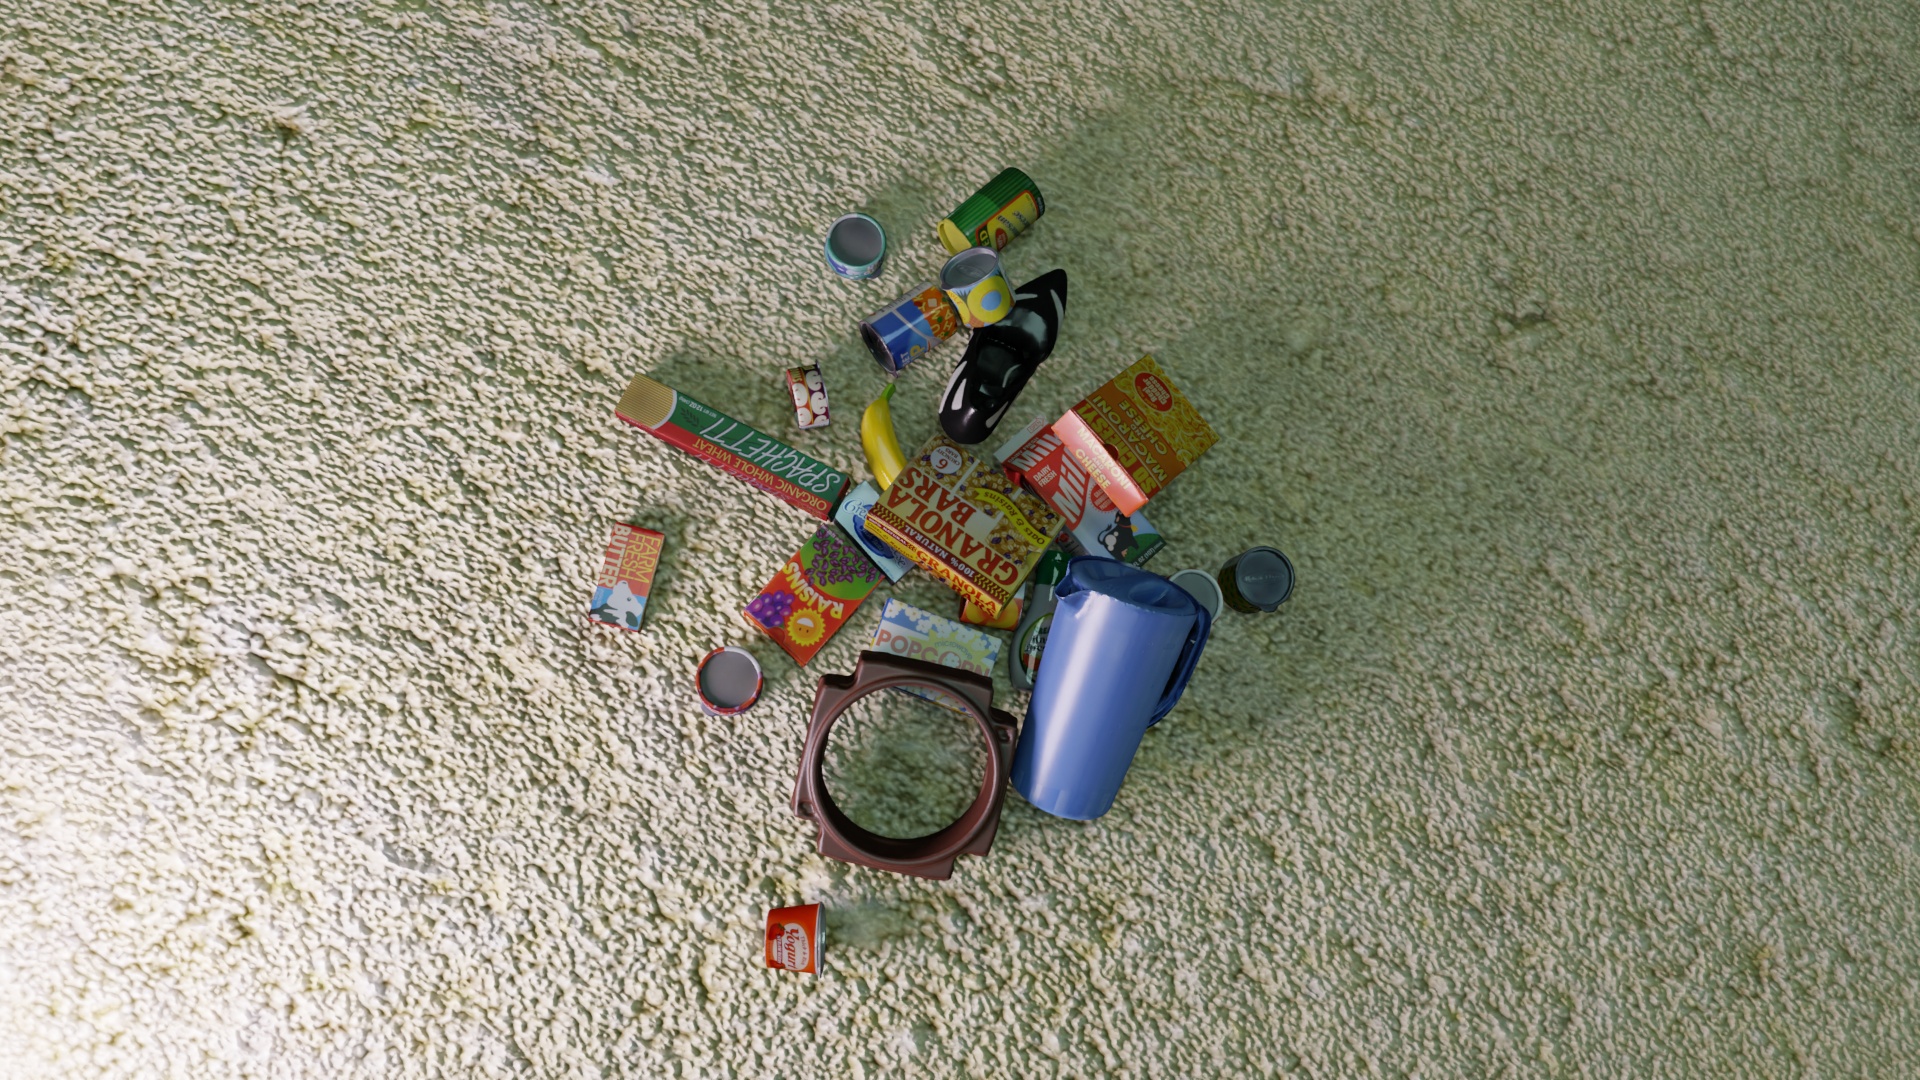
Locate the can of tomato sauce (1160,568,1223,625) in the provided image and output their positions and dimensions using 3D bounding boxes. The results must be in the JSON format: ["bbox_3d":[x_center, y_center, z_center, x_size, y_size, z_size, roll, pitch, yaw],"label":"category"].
[{"bbox_3d":[0.230,0.065,1.451,0.071,0.083,0.071,2,80,-9],"label":"can of tomato sauce"}]

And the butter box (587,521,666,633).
[{"bbox_3d":[-0.335,0.037,1.397,0.053,0.024,0.103,14,78,-7],"label":"butter box"}]

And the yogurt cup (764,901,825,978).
[{"bbox_3d":[-0.159,0.383,1.338,0.054,0.072,0.072,0,79,-1],"label":"yogurt cup"}]

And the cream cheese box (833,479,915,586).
[{"bbox_3d":[-0.085,-0.009,1.445,0.053,0.024,0.104,-42,88,-15],"label":"cream cheese box"}]

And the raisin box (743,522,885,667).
[{"bbox_3d":[-0.149,0.056,1.415,0.086,0.040,0.123,42,77,0],"label":"raisin box"}]

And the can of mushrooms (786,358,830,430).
[{"bbox_3d":[-0.158,-0.151,1.438,0.033,0.071,0.071,-12,82,-9],"label":"can of mushrooms"}]

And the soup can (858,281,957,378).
[{"bbox_3d":[-0.053,-0.223,1.471,0.084,0.071,0.071,-34,86,-14],"label":"soup can"}]

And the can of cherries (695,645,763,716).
[{"bbox_3d":[-0.230,0.142,1.375,0.071,0.058,0.071,2,79,-9],"label":"can of cherries"}]

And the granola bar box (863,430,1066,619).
[{"bbox_3d":[0.005,-0.018,1.400,0.165,0.039,0.125,34,62,6],"label":"granola bar box"}]

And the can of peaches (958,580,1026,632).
[{"bbox_3d":[0.032,0.059,1.431,0.058,0.071,0.071,11,78,-7],"label":"can of peaches"}]

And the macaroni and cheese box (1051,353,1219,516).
[{"bbox_3d":[0.187,-0.114,1.460,0.124,0.040,0.167,50,45,3],"label":"macaroni and cheese box"}]

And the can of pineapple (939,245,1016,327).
[{"bbox_3d":[0.017,-0.266,1.461,0.071,0.057,0.071,-15,44,15],"label":"can of pineapple"}]

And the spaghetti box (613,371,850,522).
[{"bbox_3d":[-0.233,-0.096,1.423,0.250,0.028,0.050,26,77,3],"label":"spaghetti box"}]

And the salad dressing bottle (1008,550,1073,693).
[{"bbox_3d":[0.088,0.085,1.445,0.064,0.044,0.148,12,77,-10],"label":"salad dressing bottle"}]

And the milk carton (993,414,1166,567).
[{"bbox_3d":[0.121,-0.040,1.459,0.072,0.073,0.190,-40,87,-14],"label":"milk carton"}]

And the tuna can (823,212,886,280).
[{"bbox_3d":[-0.111,-0.315,1.496,0.071,0.032,0.071,2,79,-8],"label":"tuna can"}]

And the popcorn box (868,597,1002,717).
[{"bbox_3d":[-0.030,0.120,1.421,0.127,0.038,0.085,21,77,-5],"label":"popcorn box"}]

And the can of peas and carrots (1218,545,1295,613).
[{"bbox_3d":[0.315,0.045,1.481,0.071,0.058,0.071,2,80,-9],"label":"can of peas and carrots"}]

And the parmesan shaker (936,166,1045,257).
[{"bbox_3d":[0.034,-0.351,1.506,0.103,0.071,0.071,-42,88,-14],"label":"parmesan shaker"}]
